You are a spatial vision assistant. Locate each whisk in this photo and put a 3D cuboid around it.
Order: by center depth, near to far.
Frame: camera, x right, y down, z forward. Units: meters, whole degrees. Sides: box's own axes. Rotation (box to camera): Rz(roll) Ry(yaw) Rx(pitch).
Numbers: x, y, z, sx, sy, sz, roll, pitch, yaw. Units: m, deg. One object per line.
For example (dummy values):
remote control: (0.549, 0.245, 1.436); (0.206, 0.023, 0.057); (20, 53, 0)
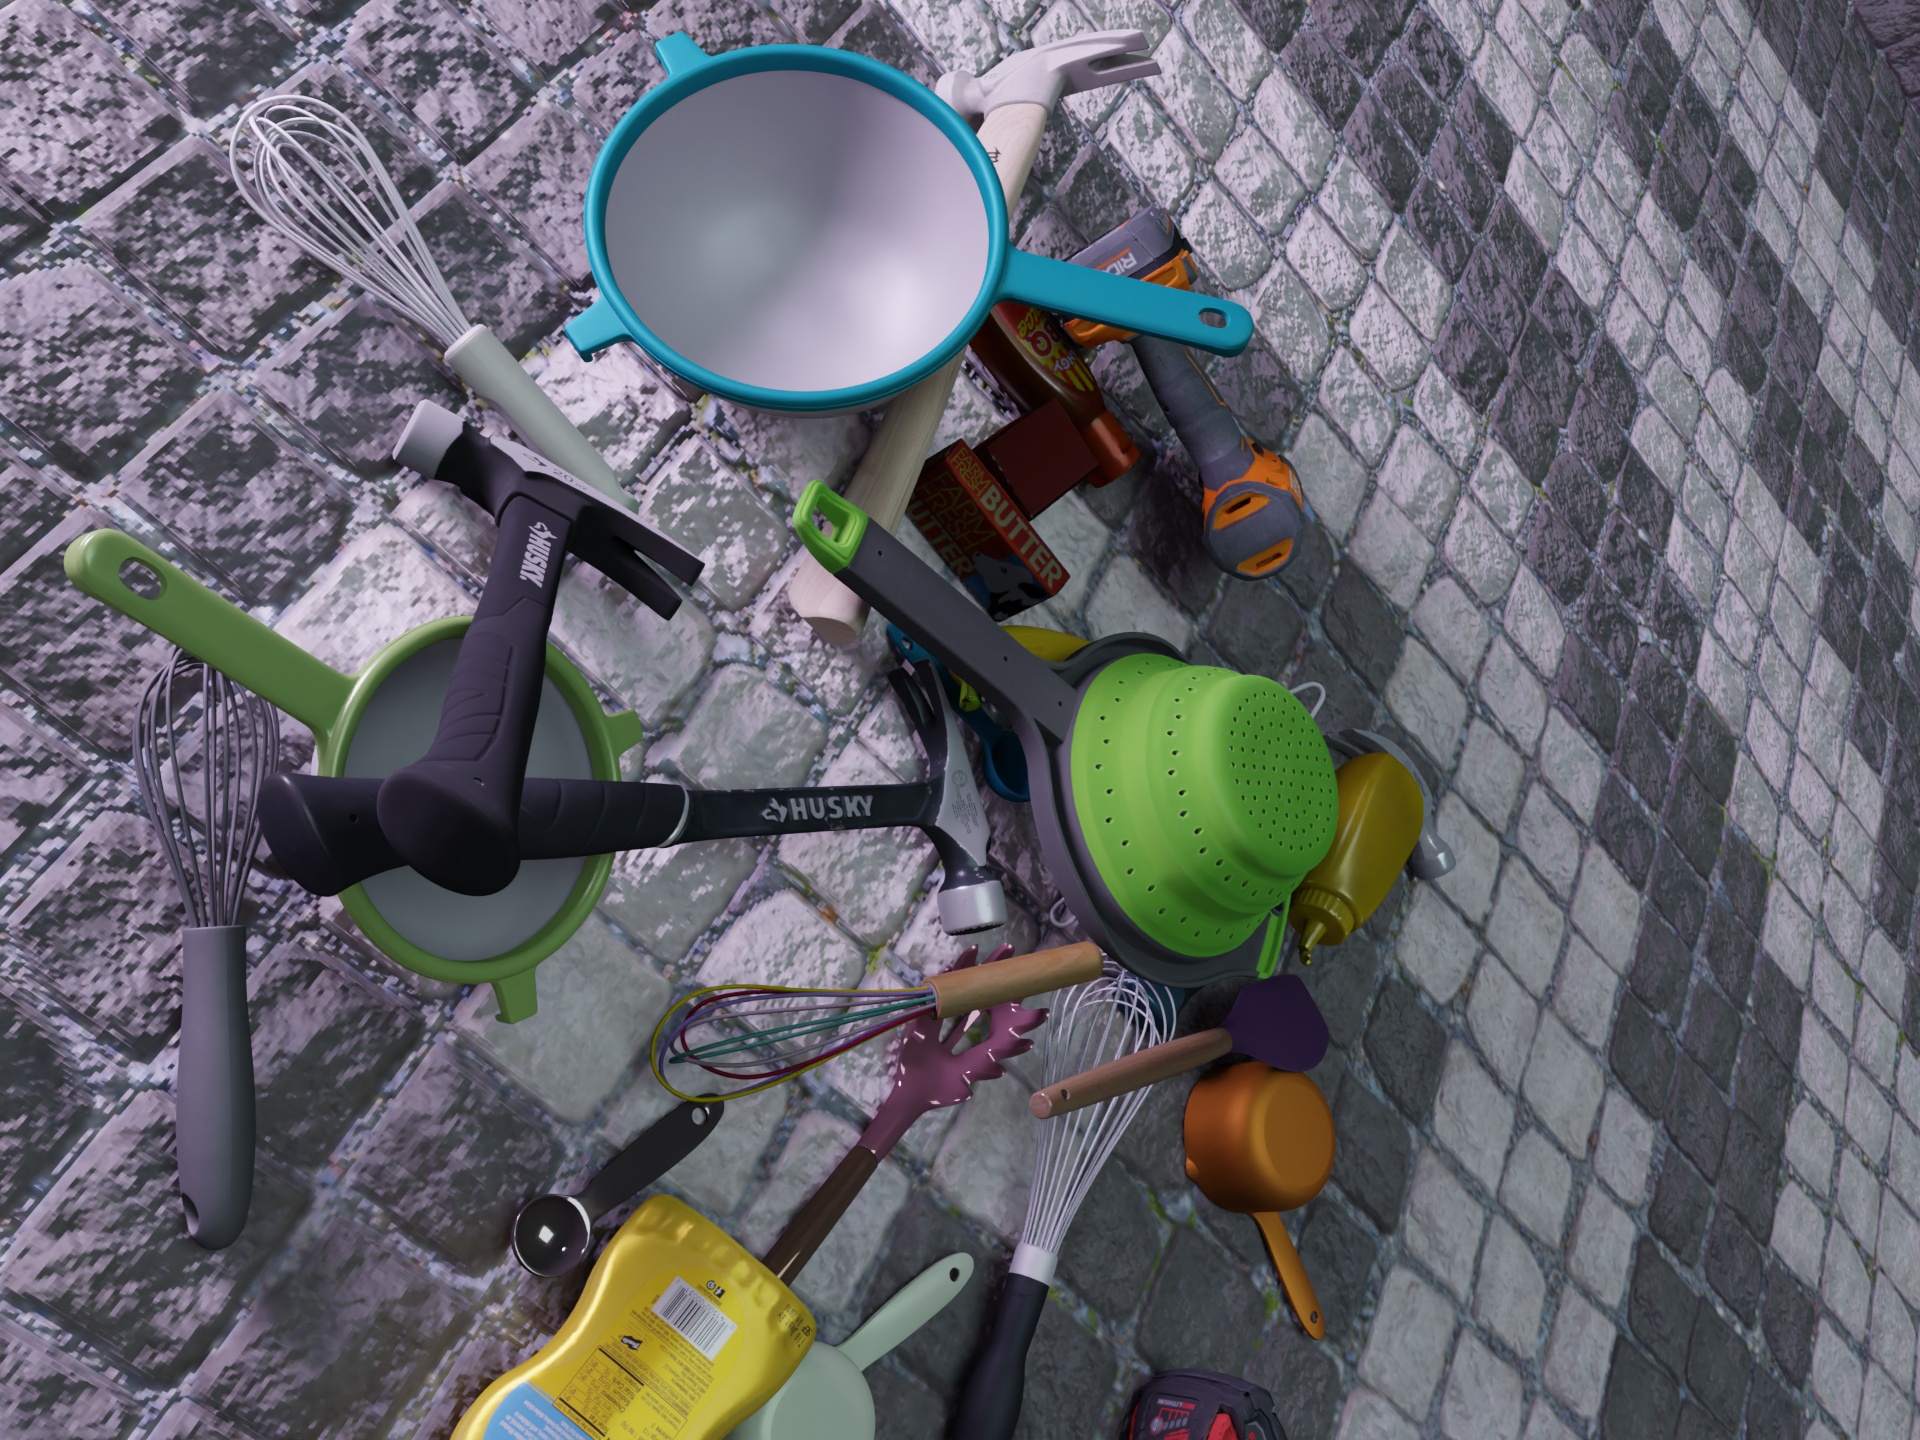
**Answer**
whisk: (-0.293, 0.083, 0.619); (0.055, 0.055, 0.239); (1, 80, -38)
whisk: (-0.239, -0.183, 0.746); (0.059, 0.058, 0.246); (-42, 110, -4)
whisk: (-0.034, 0.137, 0.779); (0.245, 0.051, 0.047); (-8, 62, -29)
whisk: (0.047, 0.253, 0.832); (0.070, 0.070, 0.285); (34, 63, -26)

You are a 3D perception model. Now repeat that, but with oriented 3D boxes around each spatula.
spatula: (0.131, 0.181, 0.867); (0.315, 0.018, 0.060); (1, 57, -53)

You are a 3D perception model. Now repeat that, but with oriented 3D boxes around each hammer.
hammer: (-0.169, -0.033, 0.617); (0.146, 0.035, 0.335); (29, 19, -22)
hammer: (-0.116, 0.037, 0.715); (0.408, 0.036, 0.149); (2, 73, -53)
hammer: (0.000, -0.226, 0.898); (0.038, 0.146, 0.411); (44, 56, -46)
hammer: (0.209, 0.106, 1.018); (0.331, 0.033, 0.128); (-29, 96, -40)

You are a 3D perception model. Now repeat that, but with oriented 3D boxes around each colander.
colander: (0.083, -0.006, 0.839); (0.396, 0.094, 0.205); (38, 51, -27)

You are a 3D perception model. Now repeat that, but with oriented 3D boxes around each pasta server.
pasta server: (-0.059, 0.227, 0.763); (0.060, 0.040, 0.316); (42, 54, 1)

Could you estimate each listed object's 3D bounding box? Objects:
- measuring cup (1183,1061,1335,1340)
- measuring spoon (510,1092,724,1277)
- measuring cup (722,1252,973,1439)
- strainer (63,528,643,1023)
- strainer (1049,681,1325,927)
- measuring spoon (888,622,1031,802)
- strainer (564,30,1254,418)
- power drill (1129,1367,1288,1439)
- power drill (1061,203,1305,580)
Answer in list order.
measuring cup: (0.196, 0.284, 0.938); (0.095, 0.052, 0.173); (-20, 88, -41)
measuring spoon: (-0.152, 0.205, 0.714); (0.124, 0.018, 0.034); (-33, 91, -47)
measuring cup: (-0.043, 0.303, 0.750); (0.167, 0.038, 0.083); (-29, 95, -38)
strainer: (-0.246, 0.007, 0.631); (0.256, 0.069, 0.152); (43, 53, -43)
strainer: (0.138, 0.051, 0.974); (0.258, 0.050, 0.087); (-36, 82, -34)
measuring spoon: (-0.001, -0.003, 0.898); (0.128, 0.021, 0.042); (49, 41, -5)
strainer: (-0.022, -0.223, 0.834); (0.340, 0.095, 0.211); (13, 71, -3)
power drill: (0.072, 0.422, 0.786); (0.219, 0.078, 0.143); (-20, 89, -38)
power drill: (0.148, -0.210, 1.019); (0.226, 0.084, 0.164); (58, 20, -13)
